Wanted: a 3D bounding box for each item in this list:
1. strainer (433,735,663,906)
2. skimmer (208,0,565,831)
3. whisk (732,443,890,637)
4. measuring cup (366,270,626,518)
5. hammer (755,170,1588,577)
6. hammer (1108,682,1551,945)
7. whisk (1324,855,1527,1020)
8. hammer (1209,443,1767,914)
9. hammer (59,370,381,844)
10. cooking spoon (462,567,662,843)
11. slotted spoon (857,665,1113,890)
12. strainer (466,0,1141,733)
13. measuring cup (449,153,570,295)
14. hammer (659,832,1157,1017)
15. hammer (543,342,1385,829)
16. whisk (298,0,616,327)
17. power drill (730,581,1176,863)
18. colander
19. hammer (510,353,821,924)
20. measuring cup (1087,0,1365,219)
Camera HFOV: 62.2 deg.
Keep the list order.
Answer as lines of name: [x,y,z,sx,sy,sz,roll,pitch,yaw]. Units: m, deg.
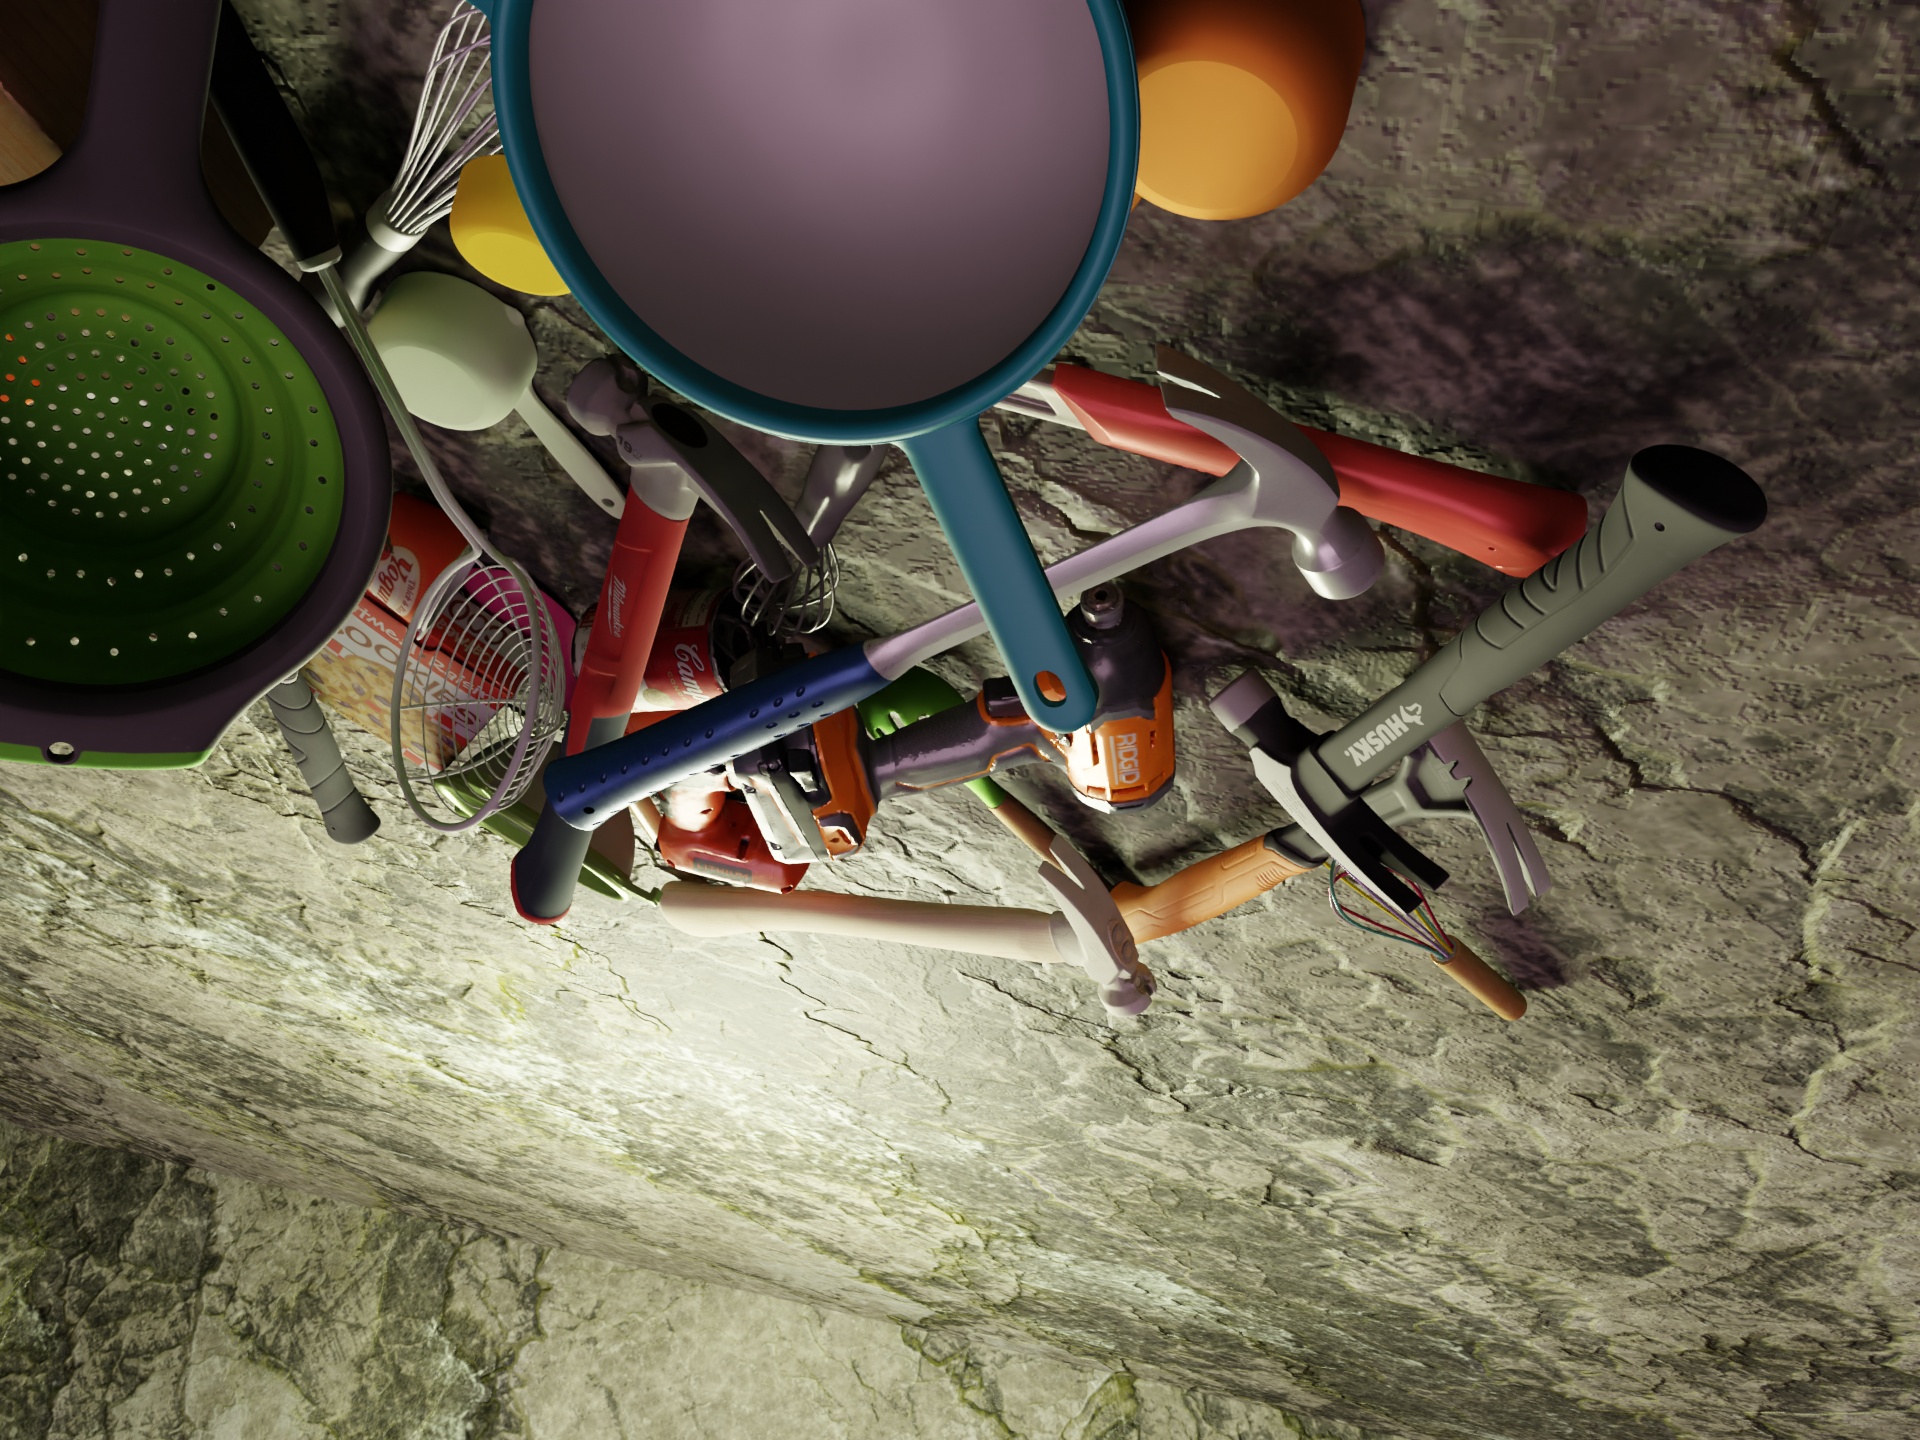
strainer: [-0.295,0.053,1.103,0.151,0.069,0.256,39,162,-27]
skimmer: [-0.263,-0.124,0.665,0.127,0.090,0.363,10,130,44]
whisk: [-0.067,-0.091,0.754,0.055,0.055,0.239,22,159,-10]
measuring cup: [-0.221,-0.144,0.780,0.083,0.038,0.167,-7,140,32]
hammer: [0.086,-0.129,0.663,0.359,0.037,0.149,15,155,0]
hammer: [0.186,0.088,0.928,0.127,0.034,0.337,59,147,4]
whisk: [0.296,0.137,0.999,0.047,0.051,0.244,-21,137,37]
hammer: [0.222,-0.016,0.687,0.146,0.035,0.334,51,156,8]
hammer: [-0.429,-0.049,0.967,0.149,0.036,0.408,21,144,15]
cooking spoon: [-0.244,0.005,1.050,0.069,0.017,0.318,5,147,17]
slotted spoon: [0.039,0.062,1.008,0.070,0.031,0.313,-17,138,31]
strainer: [-0.014,-0.155,0.556,0.211,0.095,0.340,-13,120,24]
measuring cup: [-0.126,-0.164,0.622,0.156,0.029,0.062,27,158,-34]
hammer: [-0.067,0.133,1.122,0.411,0.038,0.146,-1,135,37]
hammer: [-0.030,-0.034,0.703,0.405,0.035,0.143,-22,139,26]
whisk: [-0.218,-0.220,0.651,0.070,0.070,0.284,36,149,-29]
power drill: [-0.001,-0.003,0.831,0.226,0.084,0.164,-9,145,3]
colander: [-0.307,-0.178,0.586,0.204,0.095,0.397,7,112,-30]
hammer: [-0.181,0.001,0.845,0.143,0.038,0.386,44,136,16]
measuring cup: [0.068,-0.193,0.559,0.095,0.052,0.173,25,149,-15]
